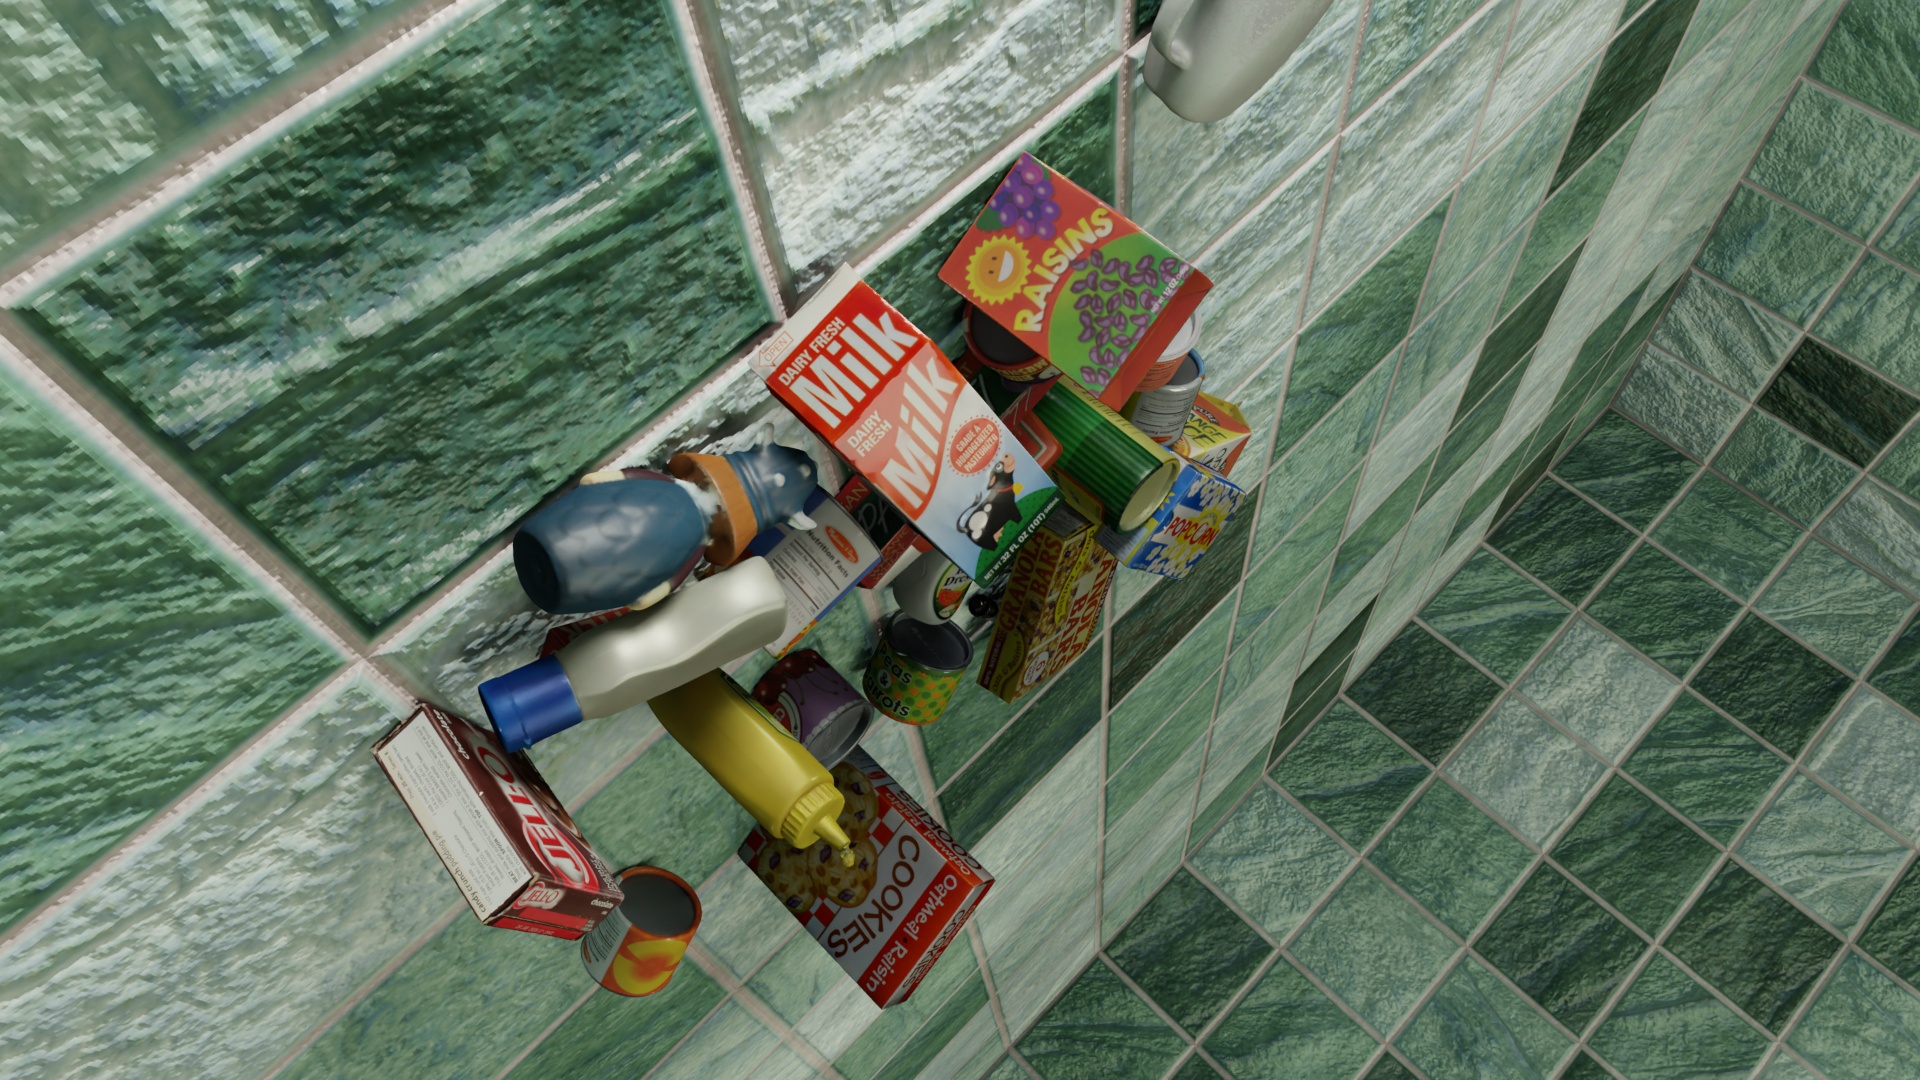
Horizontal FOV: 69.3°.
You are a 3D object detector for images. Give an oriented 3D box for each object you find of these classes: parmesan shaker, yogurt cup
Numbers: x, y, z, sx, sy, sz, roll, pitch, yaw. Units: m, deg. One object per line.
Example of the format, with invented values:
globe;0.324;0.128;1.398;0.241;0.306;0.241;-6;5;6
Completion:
parmesan shaker;0.089;-0.059;0.949;0.071;0.103;0.071;-39;155;-22
yogurt cup;0.126;-0.138;0.948;0.072;0.072;0.053;-41;163;-20

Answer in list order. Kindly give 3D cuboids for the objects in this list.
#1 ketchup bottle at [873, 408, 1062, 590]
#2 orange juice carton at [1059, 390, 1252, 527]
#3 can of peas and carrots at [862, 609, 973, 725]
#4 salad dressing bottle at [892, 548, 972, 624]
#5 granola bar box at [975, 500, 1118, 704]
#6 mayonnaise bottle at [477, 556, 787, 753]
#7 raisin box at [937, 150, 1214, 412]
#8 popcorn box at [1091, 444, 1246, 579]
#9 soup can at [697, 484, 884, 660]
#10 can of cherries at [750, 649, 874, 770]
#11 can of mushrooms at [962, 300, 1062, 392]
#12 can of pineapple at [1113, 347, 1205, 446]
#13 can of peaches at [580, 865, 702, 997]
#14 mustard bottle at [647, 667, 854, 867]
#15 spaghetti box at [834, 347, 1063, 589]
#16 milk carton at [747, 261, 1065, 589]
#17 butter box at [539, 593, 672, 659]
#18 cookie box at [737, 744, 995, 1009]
ketchup bottle;-0.009;-0.030;0.876;0.149;0.065;0.043;-42;174;4
orange juice carton;0.165;-0.068;1.110;0.193;0.073;0.071;-22;144;-48
can of peas and carrots;-0.033;0.092;1.008;0.071;0.071;0.058;-19;143;-50
salad dressing bottle;0.003;-0.012;0.943;0.064;0.044;0.147;-16;140;-55
granola bar box;0.081;0.039;1.130;0.125;0.039;0.164;-29;143;-49
mayonnaise bottle;-0.159;0.057;0.684;0.148;0.041;0.064;-24;164;-24
raisin box;0.060;-0.140;0.748;0.086;0.123;0.040;-54;156;11
popcorn box;0.156;-0.018;1.025;0.085;0.038;0.127;-54;155;12
soup can;-0.096;0.015;0.782;0.084;0.071;0.071;-44;156;-10
can of cherries;-0.103;0.116;0.930;0.072;0.058;0.071;-40;156;-22
can of mushrooms;0.036;-0.123;0.801;0.071;0.071;0.033;-53;156;7
can of pineapple;0.138;-0.111;1.009;0.071;0.071;0.057;-31;150;-36
can of peaches;-0.214;0.265;0.944;0.071;0.071;0.057;-11;135;-55
mustard bottle;-0.114;0.131;0.802;0.049;0.160;0.065;-47;158;-8
spaghetti box;0.005;-0.078;0.839;0.250;0.050;0.028;-48;156;-2
milk carton;-0.031;-0.061;0.730;0.072;0.073;0.190;-47;135;-4
butter box;-0.181;0.061;0.749;0.104;0.024;0.053;-17;142;-51
cookie box;-0.072;0.244;1.039;0.122;0.168;0.040;-55;157;14
